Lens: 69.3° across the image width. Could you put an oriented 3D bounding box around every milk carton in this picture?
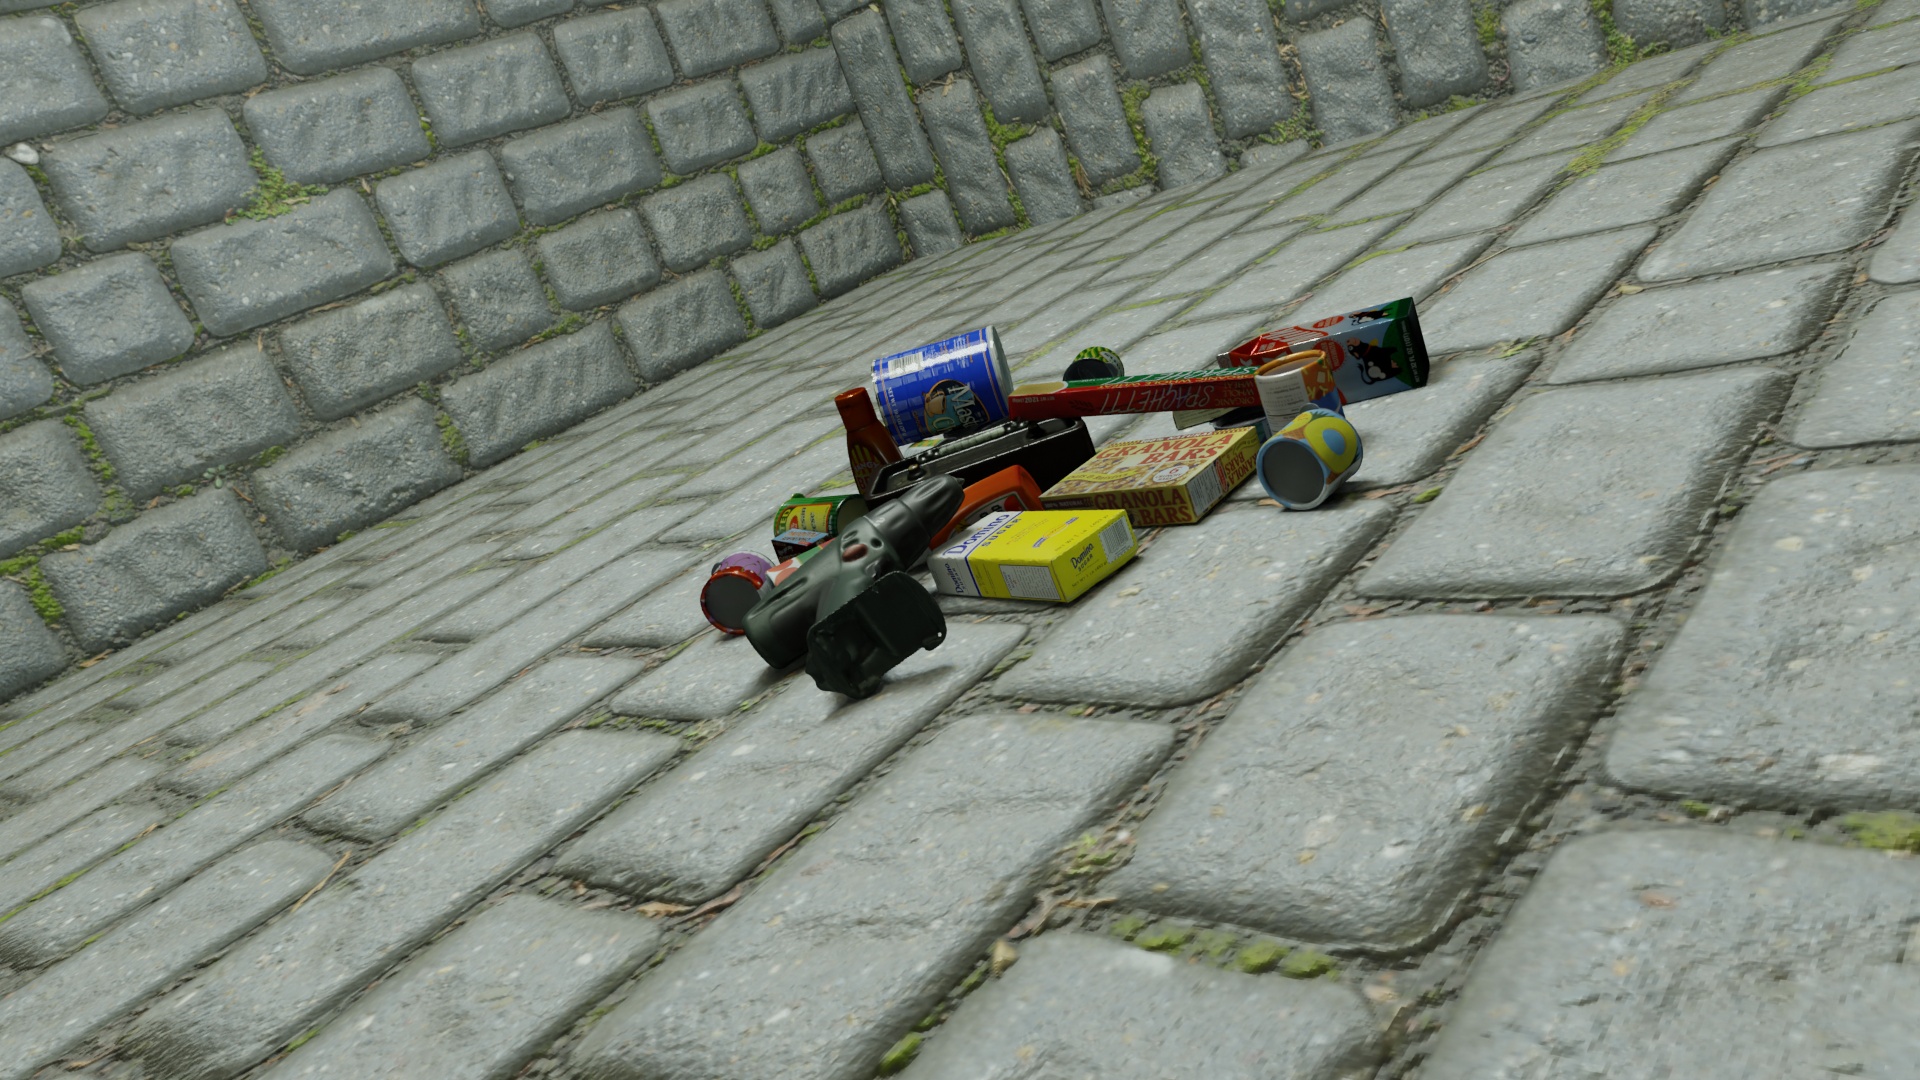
[{"bbox_3d":[0.350,-0.172,1.354,0.190,0.072,0.074,-13,19,26],"label":"milk carton"}]

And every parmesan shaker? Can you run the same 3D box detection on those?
[{"bbox_3d":[-0.139,-0.017,1.454,0.103,0.071,0.071,-3,24,46],"label":"parmesan shaker"}]

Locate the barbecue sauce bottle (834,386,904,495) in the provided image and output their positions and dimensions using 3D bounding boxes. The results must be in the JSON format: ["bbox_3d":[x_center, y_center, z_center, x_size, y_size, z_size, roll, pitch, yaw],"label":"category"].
[{"bbox_3d":[-0.093,-0.091,1.494,0.065,0.148,0.044,-9,20,36],"label":"barbecue sauce bottle"}]

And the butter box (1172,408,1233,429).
[{"bbox_3d":[0.273,-0.147,1.452,0.103,0.024,0.053,-15,18,18],"label":"butter box"}]

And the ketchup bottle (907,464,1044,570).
[{"bbox_3d":[0.005,-0.016,1.305,0.148,0.064,0.044,-24,42,18],"label":"ketchup bottle"}]

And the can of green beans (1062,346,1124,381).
[{"bbox_3d":[0.160,-0.194,1.660,0.071,0.071,0.058,-14,17,22],"label":"can of green beans"}]

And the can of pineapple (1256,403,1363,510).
[{"bbox_3d":[0.279,-0.067,1.116,0.071,0.071,0.058,-3,25,47],"label":"can of pineapple"}]

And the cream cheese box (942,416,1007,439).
[{"bbox_3d":[0.037,-0.117,1.588,0.104,0.053,0.024,-24,15,-10],"label":"cream cheese box"}]

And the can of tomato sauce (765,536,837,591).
[{"bbox_3d":[-0.129,0.039,1.275,0.083,0.071,0.071,-26,17,-14],"label":"can of tomato sauce"}]

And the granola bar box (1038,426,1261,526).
[{"bbox_3d":[0.173,-0.054,1.256,0.165,0.039,0.125,-4,24,45],"label":"granola bar box"}]

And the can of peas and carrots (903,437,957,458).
[{"bbox_3d":[-0.022,-0.078,1.519,0.071,0.070,0.058,-31,19,-31],"label":"can of peas and carrots"}]

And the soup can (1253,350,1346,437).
[{"bbox_3d":[0.303,-0.119,1.225,0.071,0.083,0.071,-19,16,6],"label":"soup can"}]

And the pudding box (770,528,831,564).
[{"bbox_3d":[-0.154,0.018,1.401,0.030,0.049,0.083,-28,19,-28],"label":"pudding box"}]

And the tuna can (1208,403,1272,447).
[{"bbox_3d":[0.270,-0.103,1.302,0.071,0.032,0.071,-19,17,6],"label":"tuna can"}]

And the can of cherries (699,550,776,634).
[{"bbox_3d":[-0.214,0.050,1.340,0.071,0.071,0.058,-17,18,14],"label":"can of cherries"}]

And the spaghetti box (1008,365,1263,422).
[{"bbox_3d":[0.172,-0.142,1.349,0.250,0.028,0.050,-2,19,19],"label":"spaghetti box"}]

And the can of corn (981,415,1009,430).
[{"bbox_3d":[0.062,-0.101,1.500,0.071,0.058,0.071,-19,16,6],"label":"can of corn"}]
